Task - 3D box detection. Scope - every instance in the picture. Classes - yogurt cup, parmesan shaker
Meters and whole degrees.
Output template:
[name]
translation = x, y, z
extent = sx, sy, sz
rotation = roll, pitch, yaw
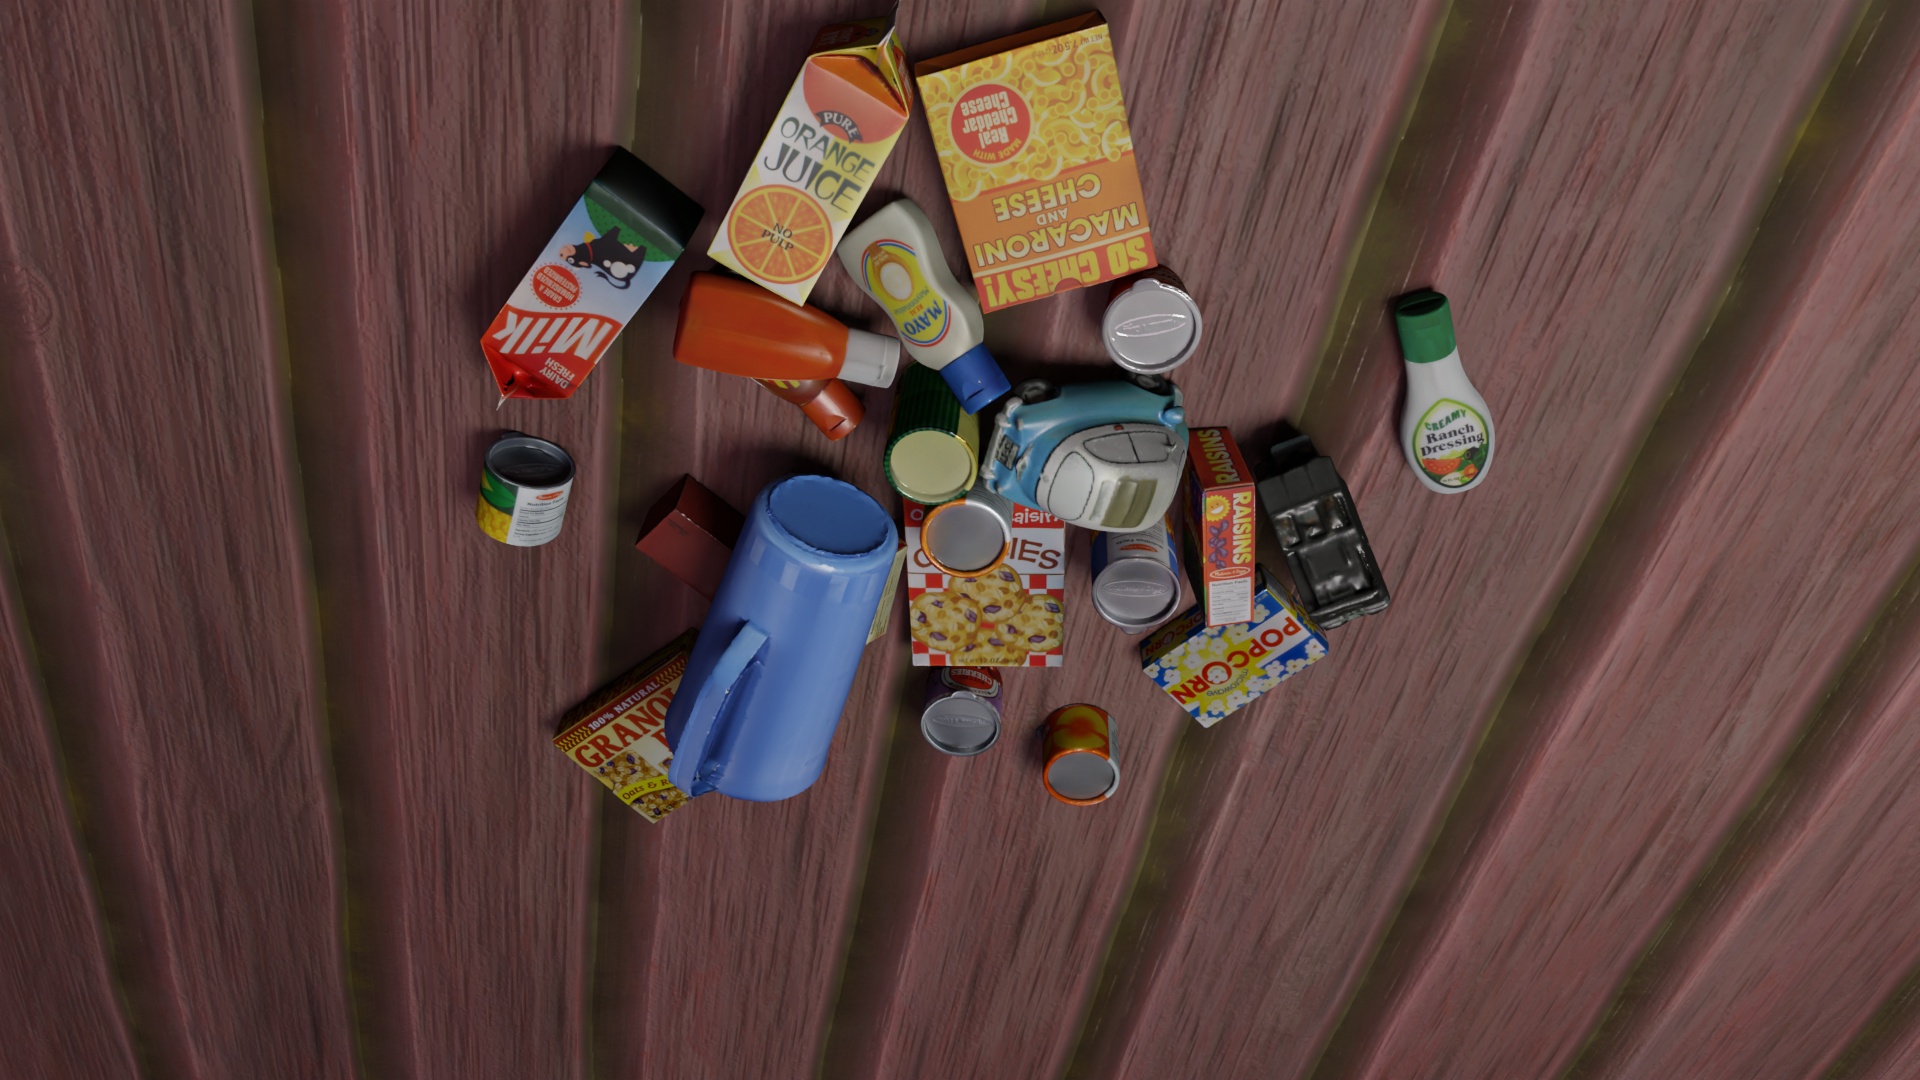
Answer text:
[yogurt cup]
translation = 0.130, -0.156, 0.959
extent = 0.072, 0.054, 0.072
rotation = 2, 124, 3
[parmesan shaker]
translation = -0.019, -0.081, 0.988
extent = 0.071, 0.103, 0.071
rotation = 2, 124, 3

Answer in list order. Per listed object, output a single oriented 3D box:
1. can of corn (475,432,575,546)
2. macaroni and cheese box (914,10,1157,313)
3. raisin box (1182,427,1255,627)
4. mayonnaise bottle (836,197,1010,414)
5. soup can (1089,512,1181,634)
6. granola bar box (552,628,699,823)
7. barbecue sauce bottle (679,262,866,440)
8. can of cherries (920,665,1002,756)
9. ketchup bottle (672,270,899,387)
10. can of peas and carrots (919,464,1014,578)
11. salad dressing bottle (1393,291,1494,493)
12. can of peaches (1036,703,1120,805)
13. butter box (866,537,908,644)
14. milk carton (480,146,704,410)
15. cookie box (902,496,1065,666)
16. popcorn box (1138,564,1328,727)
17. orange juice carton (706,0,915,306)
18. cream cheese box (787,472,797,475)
[can of corn]
translation = -0.334, -0.039, 1.060
extent = 0.071, 0.071, 0.058
rotation = 18, 123, -9
[macaroni and cheese box]
translation = 0.051, -0.243, 0.908
extent = 0.124, 0.040, 0.165
rotation = -14, 122, 6
[raisin box]
translation = 0.190, -0.010, 1.033
extent = 0.040, 0.086, 0.122
rotation = -6, 123, 1
[mayonnaise bottle]
translation = -0.020, -0.156, 0.947
extent = 0.064, 0.041, 0.148
rotation = -32, 95, 27
[soup can]
translation = 0.131, 0.019, 1.058
extent = 0.071, 0.084, 0.071
rotation = 2, 124, 3
[granola bar box]
translation = -0.251, 0.164, 1.204
extent = 0.165, 0.039, 0.124
rotation = -33, 116, 22
[barbecue sauce bottle]
translation = -0.129, -0.135, 0.995
extent = 0.064, 0.044, 0.148
rotation = -34, 116, 20
[can of cherries]
translation = 0.003, 0.135, 1.159
extent = 0.071, 0.059, 0.071
rotation = 2, 124, 3
[ketchup bottle]
translation = -0.117, -0.137, 0.946
extent = 0.149, 0.044, 0.064
rotation = 11, 122, -16
[can of peas and carrots]
translation = 0.004, -0.013, 1.009
extent = 0.071, 0.059, 0.070
rotation = 2, 119, 4
[salad dressing bottle]
translation = 0.340, -0.104, 0.987
extent = 0.064, 0.044, 0.147
rotation = -15, 121, 15
[can of peaches]
translation = 0.100, 0.183, 1.185
extent = 0.071, 0.058, 0.071
rotation = 1, 124, 2
[butter box]
translation = -0.076, 0.029, 1.091
extent = 0.053, 0.024, 0.103
rotation = 37, 136, 22
[milk carton]
translation = -0.265, -0.170, 0.963
extent = 0.073, 0.073, 0.190
rotation = 36, 119, -19
[cookie box]
translation = 0.021, 0.023, 1.095
extent = 0.123, 0.040, 0.166
rotation = 0, 125, 3
[popcorn box]
translation = 0.221, 0.087, 1.125
extent = 0.126, 0.038, 0.085
rotation = -37, 115, 24
[orange juice carton]
translation = -0.087, -0.256, 0.895
extent = 0.073, 0.072, 0.191
rotation = 27, 121, -15
[cream cheese box]
translation = -0.124, -0.001, 1.096
extent = 0.053, 0.024, 0.103
rotation = 16, 123, -9
